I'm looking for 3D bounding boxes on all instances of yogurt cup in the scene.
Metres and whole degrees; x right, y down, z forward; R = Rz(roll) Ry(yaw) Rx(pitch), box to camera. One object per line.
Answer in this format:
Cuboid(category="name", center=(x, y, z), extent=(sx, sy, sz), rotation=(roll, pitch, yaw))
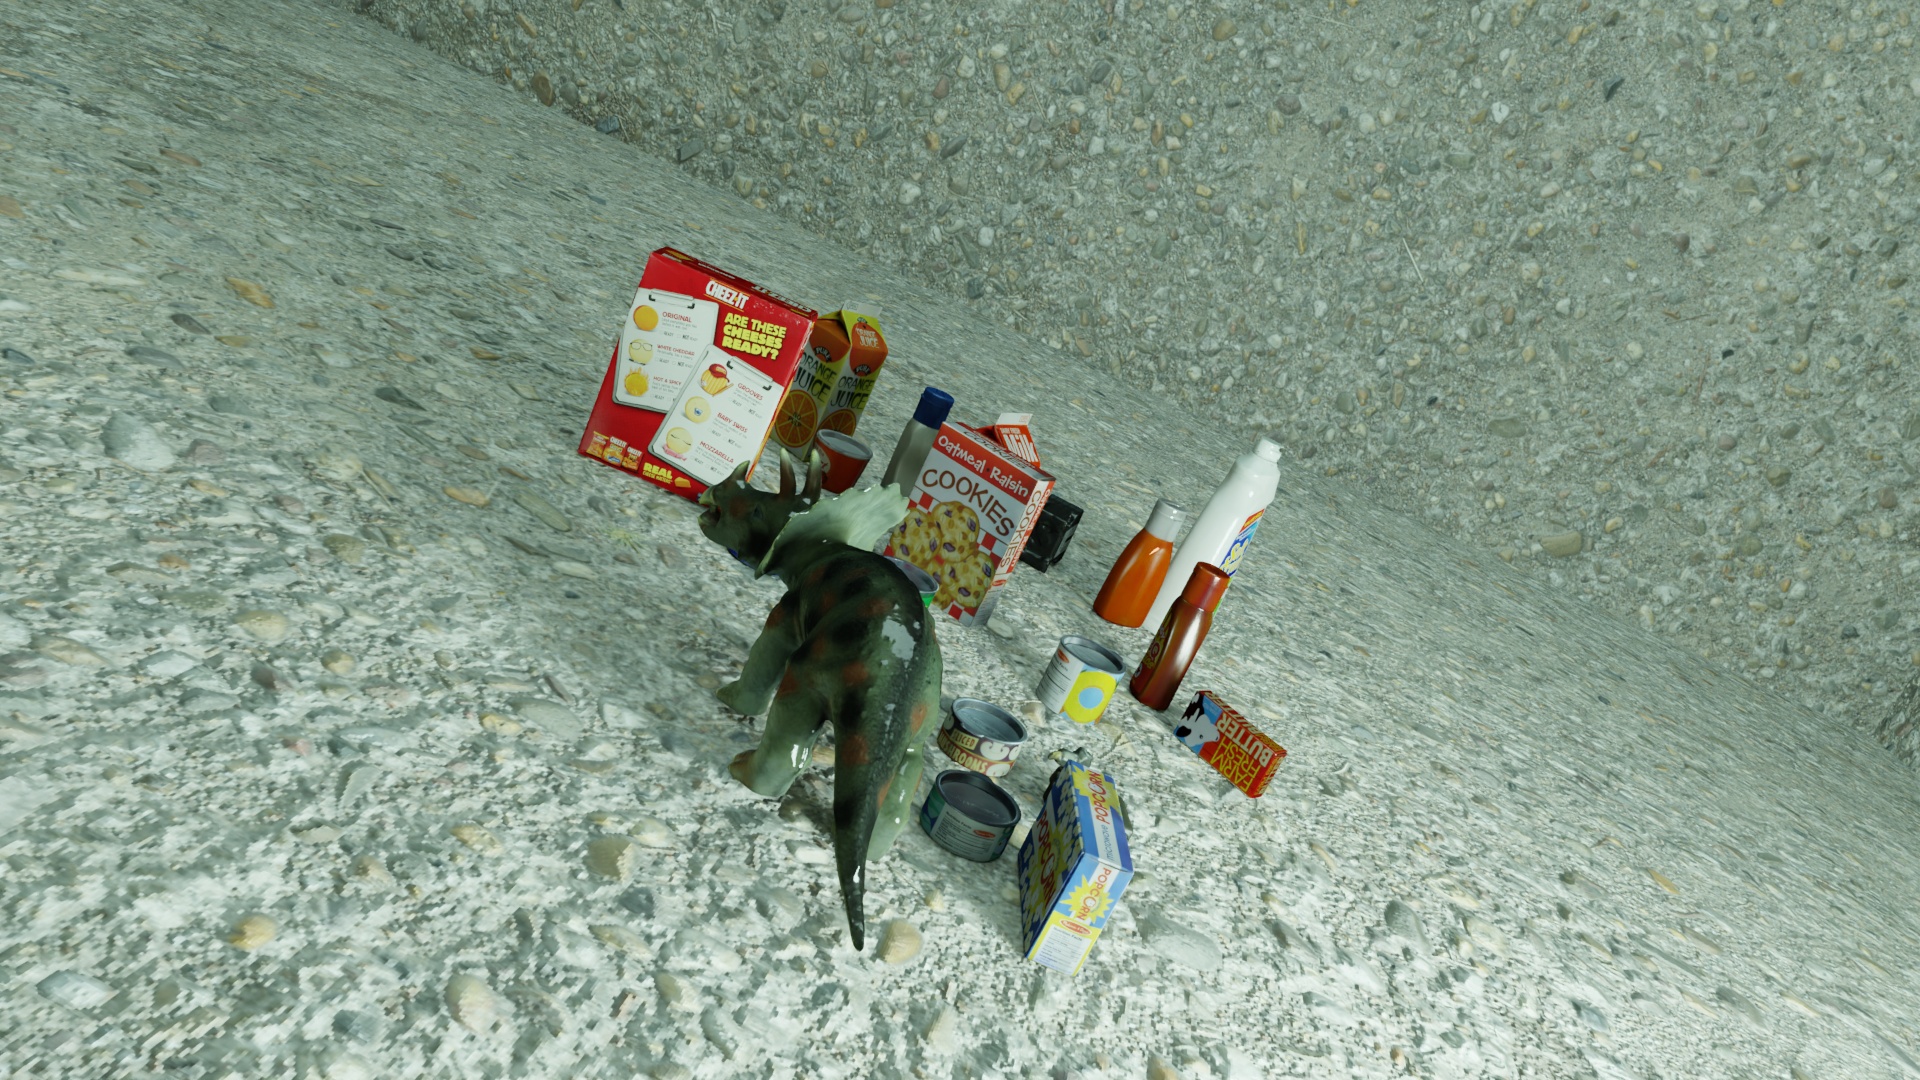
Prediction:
Cuboid(category="yogurt cup", center=(-0.140, -0.088, 1.578), extent=(0.072, 0.053, 0.072), rotation=(23, 17, -7))

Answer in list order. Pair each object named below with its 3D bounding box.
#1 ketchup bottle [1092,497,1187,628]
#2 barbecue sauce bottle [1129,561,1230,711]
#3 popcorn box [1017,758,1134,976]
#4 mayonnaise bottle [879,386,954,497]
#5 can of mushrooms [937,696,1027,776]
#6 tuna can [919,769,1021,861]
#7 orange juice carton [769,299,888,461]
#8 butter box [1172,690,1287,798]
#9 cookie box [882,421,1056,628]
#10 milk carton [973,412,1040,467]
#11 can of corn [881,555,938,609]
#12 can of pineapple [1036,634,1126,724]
Cuboid(category="ketchup bottle", center=(0.206, 0.025, 1.558), extent=(0.065, 0.148, 0.044), rotation=(14, 20, -32))
Cuboid(category="barbecue sauce bottle", center=(0.218, 0.093, 1.373), extent=(0.044, 0.148, 0.065), rotation=(23, 17, -5))
Cuboid(category="popcorn box", center=(0.074, 0.214, 0.921), extent=(0.038, 0.085, 0.127), rotation=(23, 17, -7))
Cuboid(category="mayonnaise bottle", center=(-0.052, -0.101, 1.577), extent=(0.041, 0.147, 0.065), rotation=(20, 17, -17))
Cuboid(category="can of mushrooms", center=(0.016, 0.156, 1.103), extent=(0.071, 0.033, 0.071), rotation=(23, 17, -7))
Cuboid(category="tuna can", center=(0.007, 0.193, 0.981), extent=(0.071, 0.032, 0.071), rotation=(23, 17, -7))
Cuboid(category="orange juice carton", center=(-0.150, -0.192, 1.637), extent=(0.073, 0.192, 0.072), rotation=(35, 19, 30))
Cuboid(category="butter box", center=(0.251, 0.189, 1.295), extent=(0.024, 0.053, 0.104), rotation=(7, 24, -46))
Cuboid(category="cookie box", center=(0.005, -0.017, 1.374), extent=(0.123, 0.167, 0.040), rotation=(33, 18, 25))
Cuboid(category="milk carton", center=(0.019, -0.048, 1.445), extent=(0.073, 0.190, 0.072), rotation=(32, 18, 23))
Cuboid(category="can of corn", center=(-0.063, 0.054, 1.254), extent=(0.071, 0.058, 0.071), rotation=(23, 17, -7))
Cuboid(category="can of pineapple", center=(0.112, 0.128, 1.276), extent=(0.071, 0.057, 0.071), rotation=(23, 17, -7))
